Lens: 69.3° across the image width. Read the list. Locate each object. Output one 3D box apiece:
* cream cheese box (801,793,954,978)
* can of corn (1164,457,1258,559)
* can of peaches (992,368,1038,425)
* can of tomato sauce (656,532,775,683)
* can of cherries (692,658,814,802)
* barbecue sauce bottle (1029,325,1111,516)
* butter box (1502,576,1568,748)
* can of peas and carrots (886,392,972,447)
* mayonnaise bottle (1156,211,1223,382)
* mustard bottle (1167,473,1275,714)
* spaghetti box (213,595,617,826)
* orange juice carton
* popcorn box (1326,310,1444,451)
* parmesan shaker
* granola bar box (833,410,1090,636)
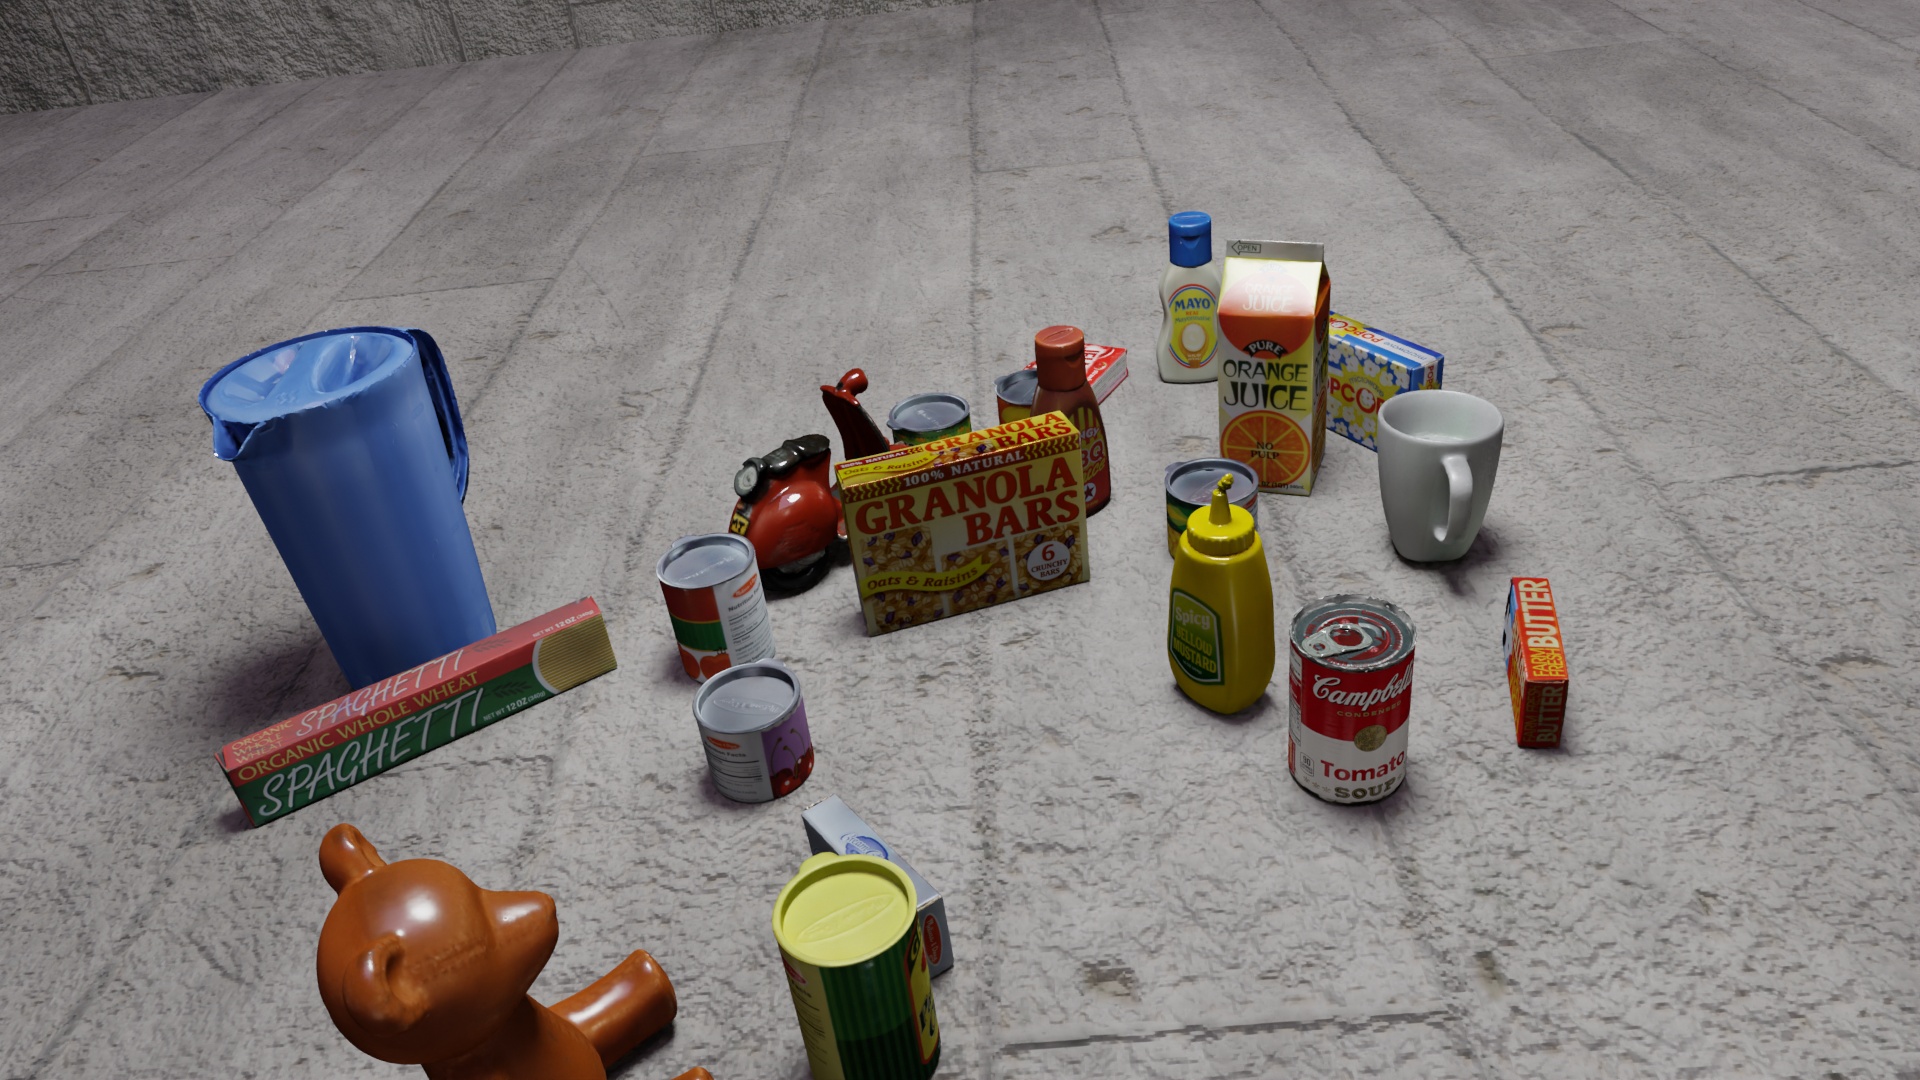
[{"bbox_3d":[-0.045,0.184,0.738,0.024,0.053,0.104,-27,37,-27],"label":"cream cheese box"},{"bbox_3d":[0.180,-0.020,1.005,0.071,0.058,0.071,-5,32,3],"label":"can of corn"},{"bbox_3d":[0.062,-0.105,1.161,0.071,0.057,0.071,-5,32,3],"label":"can of peaches"},{"bbox_3d":[-0.167,0.046,0.950,0.071,0.082,0.071,-5,32,4],"label":"can of tomato sauce"},{"bbox_3d":[-0.124,0.116,0.855,0.071,0.058,0.072,-5,32,3],"label":"can of cherries"},{"bbox_3d":[0.079,-0.088,1.048,0.065,0.147,0.044,-25,36,-25],"label":"barbecue sauce bottle"},{"bbox_3d":[0.344,0.072,0.833,0.024,0.052,0.104,2,34,15],"label":"butter box"},{"bbox_3d":[-0.024,-0.080,1.141,0.071,0.058,0.071,-5,32,3],"label":"can of peas and carrots"},{"bbox_3d":[0.202,-0.212,1.217,0.065,0.147,0.041,-2,33,8],"label":"mayonnaise bottle"},{"bbox_3d":[0.156,0.029,0.839,0.049,0.159,0.065,-27,37,-28],"label":"mustard bottle"},{"bbox_3d":[-0.352,0.110,0.919,0.251,0.050,0.029,-24,36,-24],"label":"spaghetti box"},{"bbox_3d":[0.237,-0.136,1.050,0.072,0.191,0.073,6,35,21],"label":"orange juice carton"},{"bbox_3d":[0.325,-0.125,1.114,0.038,0.084,0.127,-23,36,-23],"label":"popcorn box"},{"bbox_3d":[-0.048,0.207,0.656,0.071,0.102,0.072,-5,32,4],"label":"parmesan shaker"},{"bbox_3d":[0.003,-0.012,0.968,0.166,0.123,0.039,-14,33,-10],"label":"granola bar box"}]
